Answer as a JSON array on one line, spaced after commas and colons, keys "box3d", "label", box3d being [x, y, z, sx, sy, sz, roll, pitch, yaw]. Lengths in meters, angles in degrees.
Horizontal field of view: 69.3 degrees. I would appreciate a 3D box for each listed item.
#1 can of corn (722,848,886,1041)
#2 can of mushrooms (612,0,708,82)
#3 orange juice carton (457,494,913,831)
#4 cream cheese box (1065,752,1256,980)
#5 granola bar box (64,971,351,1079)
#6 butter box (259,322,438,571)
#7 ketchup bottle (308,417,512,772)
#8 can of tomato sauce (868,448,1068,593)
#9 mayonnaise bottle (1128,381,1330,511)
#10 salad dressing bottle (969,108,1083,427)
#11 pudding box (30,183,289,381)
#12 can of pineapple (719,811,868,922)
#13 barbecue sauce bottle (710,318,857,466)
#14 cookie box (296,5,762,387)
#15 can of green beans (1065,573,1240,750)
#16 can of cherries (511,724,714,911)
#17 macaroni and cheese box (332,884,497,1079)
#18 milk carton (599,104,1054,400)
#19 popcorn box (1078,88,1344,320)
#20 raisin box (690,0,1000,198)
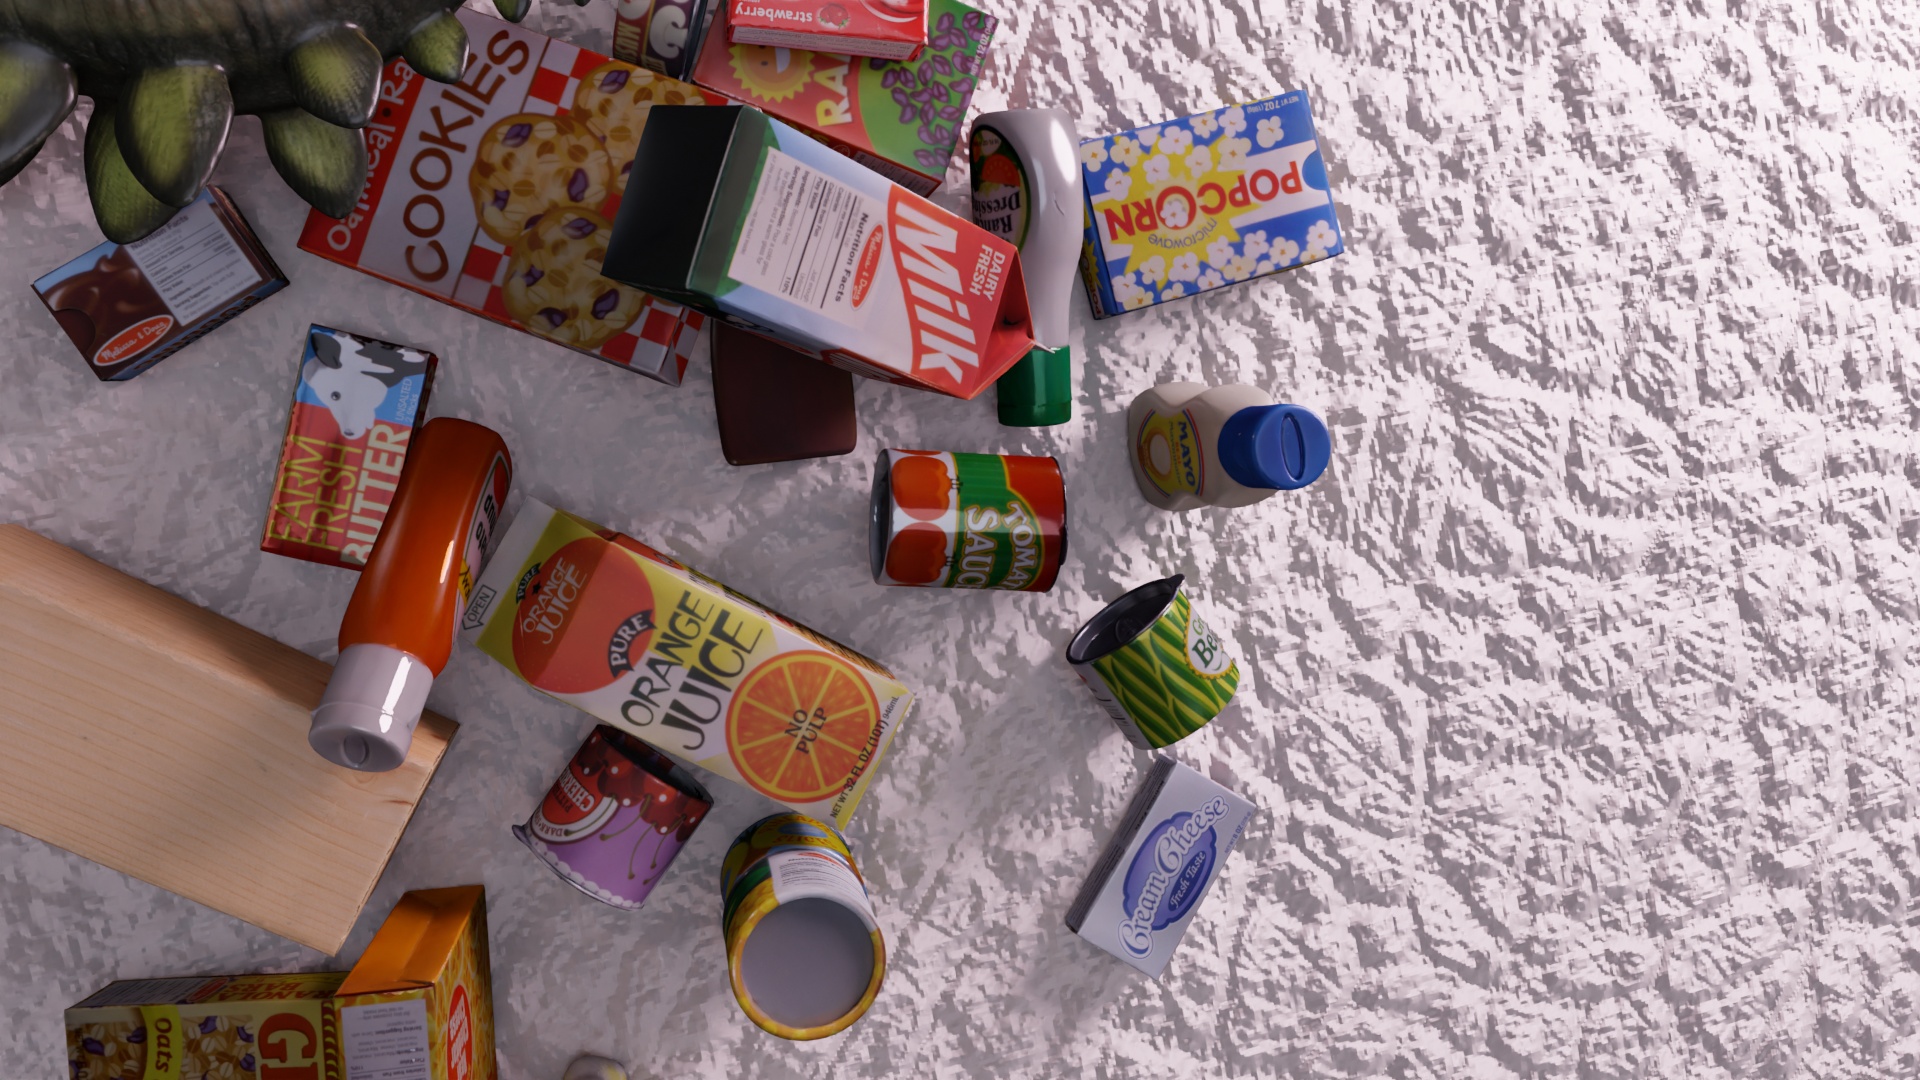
[{"box3d": [-0.069, 0.175, 0.599, 0.071, 0.058, 0.071, -1, 93, -12], "label": "can of corn"}, {"box3d": [-0.132, -0.238, 0.618, 0.033, 0.071, 0.071, 14, 90, -13], "label": "can of mushrooms"}, {"box3d": [-0.126, 0.053, 0.633, 0.193, 0.073, 0.072, 28, 87, -12], "label": "orange juice carton"}, {"box3d": [0.103, 0.167, 0.715, 0.053, 0.024, 0.104, 31, 86, -11], "label": "cream cheese box"}, {"box3d": [-0.315, 0.276, 0.609, 0.124, 0.039, 0.165, -2, 94, 1], "label": "granola bar box"}, {"box3d": [-0.272, -0.040, 0.620, 0.053, 0.024, 0.103, 13, 90, -12], "label": "butter box"}, {"box3d": [-0.226, 0.022, 0.575, 0.043, 0.064, 0.149, 14, 51, -11], "label": "ketchup bottle"}, {"box3d": [0.002, -0.008, 0.659, 0.083, 0.071, 0.071, 3, 93, -12], "label": "can of tomato sauce"}, {"box3d": [0.121, -0.044, 0.643, 0.041, 0.148, 0.064, -11, 96, -11], "label": "mayonnaise bottle"}, {"box3d": [0.033, -0.129, 0.666, 0.044, 0.064, 0.147, -11, 104, -30], "label": "salad dressing bottle"}, {"box3d": [-0.342, -0.110, 0.597, 0.084, 0.030, 0.049, -34, 101, -8], "label": "pudding box"}, {"box3d": [-0.079, 0.166, 0.657, 0.071, 0.058, 0.071, -1, 93, -12], "label": "can of pineapple"}, {"box3d": [-0.087, -0.111, 0.647, 0.065, 0.043, 0.148, -7, 94, -14], "label": "barbecue sauce bottle"}, {"box3d": [-0.183, -0.153, 0.604, 0.167, 0.040, 0.123, 20, 88, 3], "label": "cookie box"}, {"box3d": [0.095, 0.061, 0.686, 0.071, 0.071, 0.057, -39, 101, -8], "label": "can of green beans"}, {"box3d": [-0.157, 0.124, 0.632, 0.071, 0.071, 0.058, 36, 85, -12], "label": "can of cherries"}, {"box3d": [-0.227, 0.249, 0.595, 0.040, 0.124, 0.166, -3, 94, -9], "label": "macaroni and cheese box"}, {"box3d": [-0.045, -0.112, 0.591, 0.190, 0.072, 0.073, 17, 91, -43], "label": "milk carton"}, {"box3d": [0.118, -0.167, 0.693, 0.127, 0.038, 0.085, -16, 96, -11], "label": "popcorn box"}, {"box3d": [-0.055, -0.226, 0.650, 0.123, 0.040, 0.086, 19, 89, -14], "label": "raisin box"}]
